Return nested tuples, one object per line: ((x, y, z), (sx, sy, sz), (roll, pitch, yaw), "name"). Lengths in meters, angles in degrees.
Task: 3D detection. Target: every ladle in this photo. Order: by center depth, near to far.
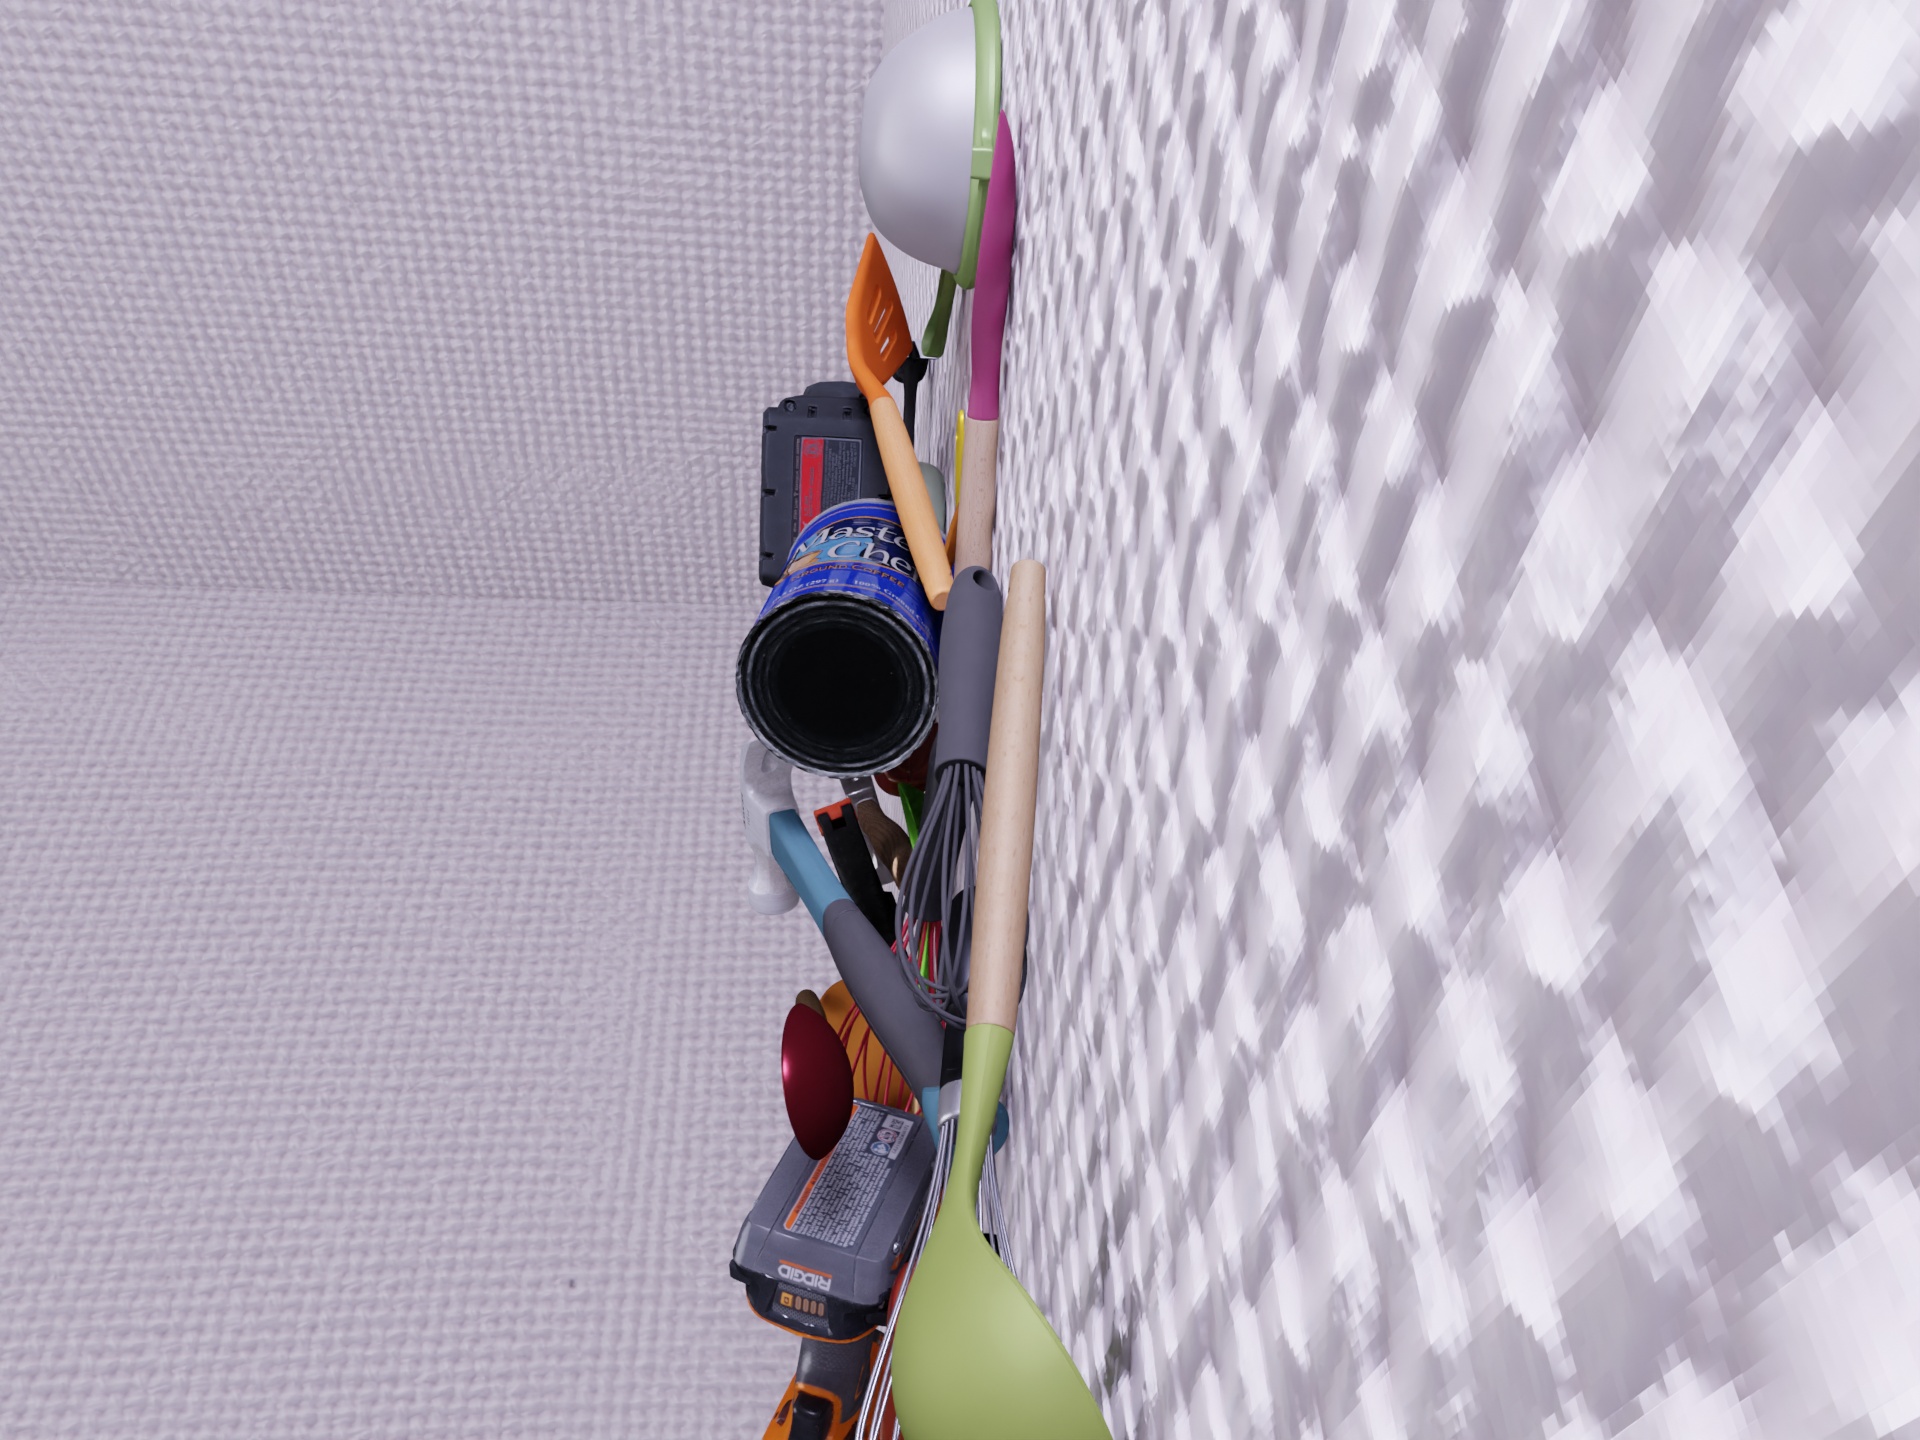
((0.023, 0.073, 0.488), (0.078, 0.062, 0.320), (96, 180, -53), "ladle")
((-0.078, 0.166, 0.834), (0.315, 0.031, 0.069), (160, 100, -83), "ladle")

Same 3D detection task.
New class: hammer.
((-0.054, 0.106, 0.772), (0.331, 0.033, 0.128), (-135, 38, -58), "hammer")
((-0.057, 0.085, 1.201), (0.331, 0.031, 0.130), (-157, 47, -80), "hammer")
((-0.044, -0.124, 1.236), (0.127, 0.034, 0.337), (-108, 20, -78), "hammer")

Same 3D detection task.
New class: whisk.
((0.002, 0.168, 0.571), (0.285, 0.070, 0.070), (-86, 2, -47), "whisk")
((0.004, 0.022, 0.651), (0.055, 0.055, 0.239), (98, 177, -49), "whisk")
((-0.021, 0.114, 0.826), (0.073, 0.073, 0.295), (-99, 18, -63), "whisk")

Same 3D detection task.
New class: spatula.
((-0.029, -0.159, 0.852), (0.323, 0.041, 0.080), (-106, -4, -49), "spatula")

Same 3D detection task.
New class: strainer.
((-0.026, -0.289, 0.898), (0.256, 0.069, 0.152), (107, 163, -66), "strainer")

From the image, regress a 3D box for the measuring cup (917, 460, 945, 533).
((-0.028, -0.100, 1.045), (0.083, 0.038, 0.168), (99, 169, -54), "measuring cup")

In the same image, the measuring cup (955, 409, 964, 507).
((-0.013, -0.108, 0.914), (0.062, 0.029, 0.156), (-95, 6, -50), "measuring cup")

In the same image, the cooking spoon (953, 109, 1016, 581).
((0.009, -0.118, 0.749), (0.069, 0.017, 0.318), (-79, -6, -65), "cooking spoon")

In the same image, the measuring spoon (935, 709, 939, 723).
((-0.001, -0.003, 0.879), (0.124, 0.018, 0.034), (-126, 37, -70), "measuring spoon")

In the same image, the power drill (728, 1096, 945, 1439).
((-0.070, 0.326, 0.809), (0.164, 0.084, 0.226), (-55, -25, -60), "power drill")

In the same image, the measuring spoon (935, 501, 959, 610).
((-0.001, -0.090, 0.833), (0.117, 0.011, 0.021), (-76, -14, -57), "measuring spoon")

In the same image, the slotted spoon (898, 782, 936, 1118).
((-0.019, 0.192, 0.921), (0.070, 0.031, 0.314), (130, 140, -82), "slotted spoon")

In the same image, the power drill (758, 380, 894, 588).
((-0.083, -0.129, 1.045), (0.227, 0.080, 0.188), (-101, 13, -79), "power drill")

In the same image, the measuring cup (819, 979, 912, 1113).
((-0.050, 0.241, 0.977), (0.095, 0.052, 0.174), (-34, 60, 53), "measuring cup")
